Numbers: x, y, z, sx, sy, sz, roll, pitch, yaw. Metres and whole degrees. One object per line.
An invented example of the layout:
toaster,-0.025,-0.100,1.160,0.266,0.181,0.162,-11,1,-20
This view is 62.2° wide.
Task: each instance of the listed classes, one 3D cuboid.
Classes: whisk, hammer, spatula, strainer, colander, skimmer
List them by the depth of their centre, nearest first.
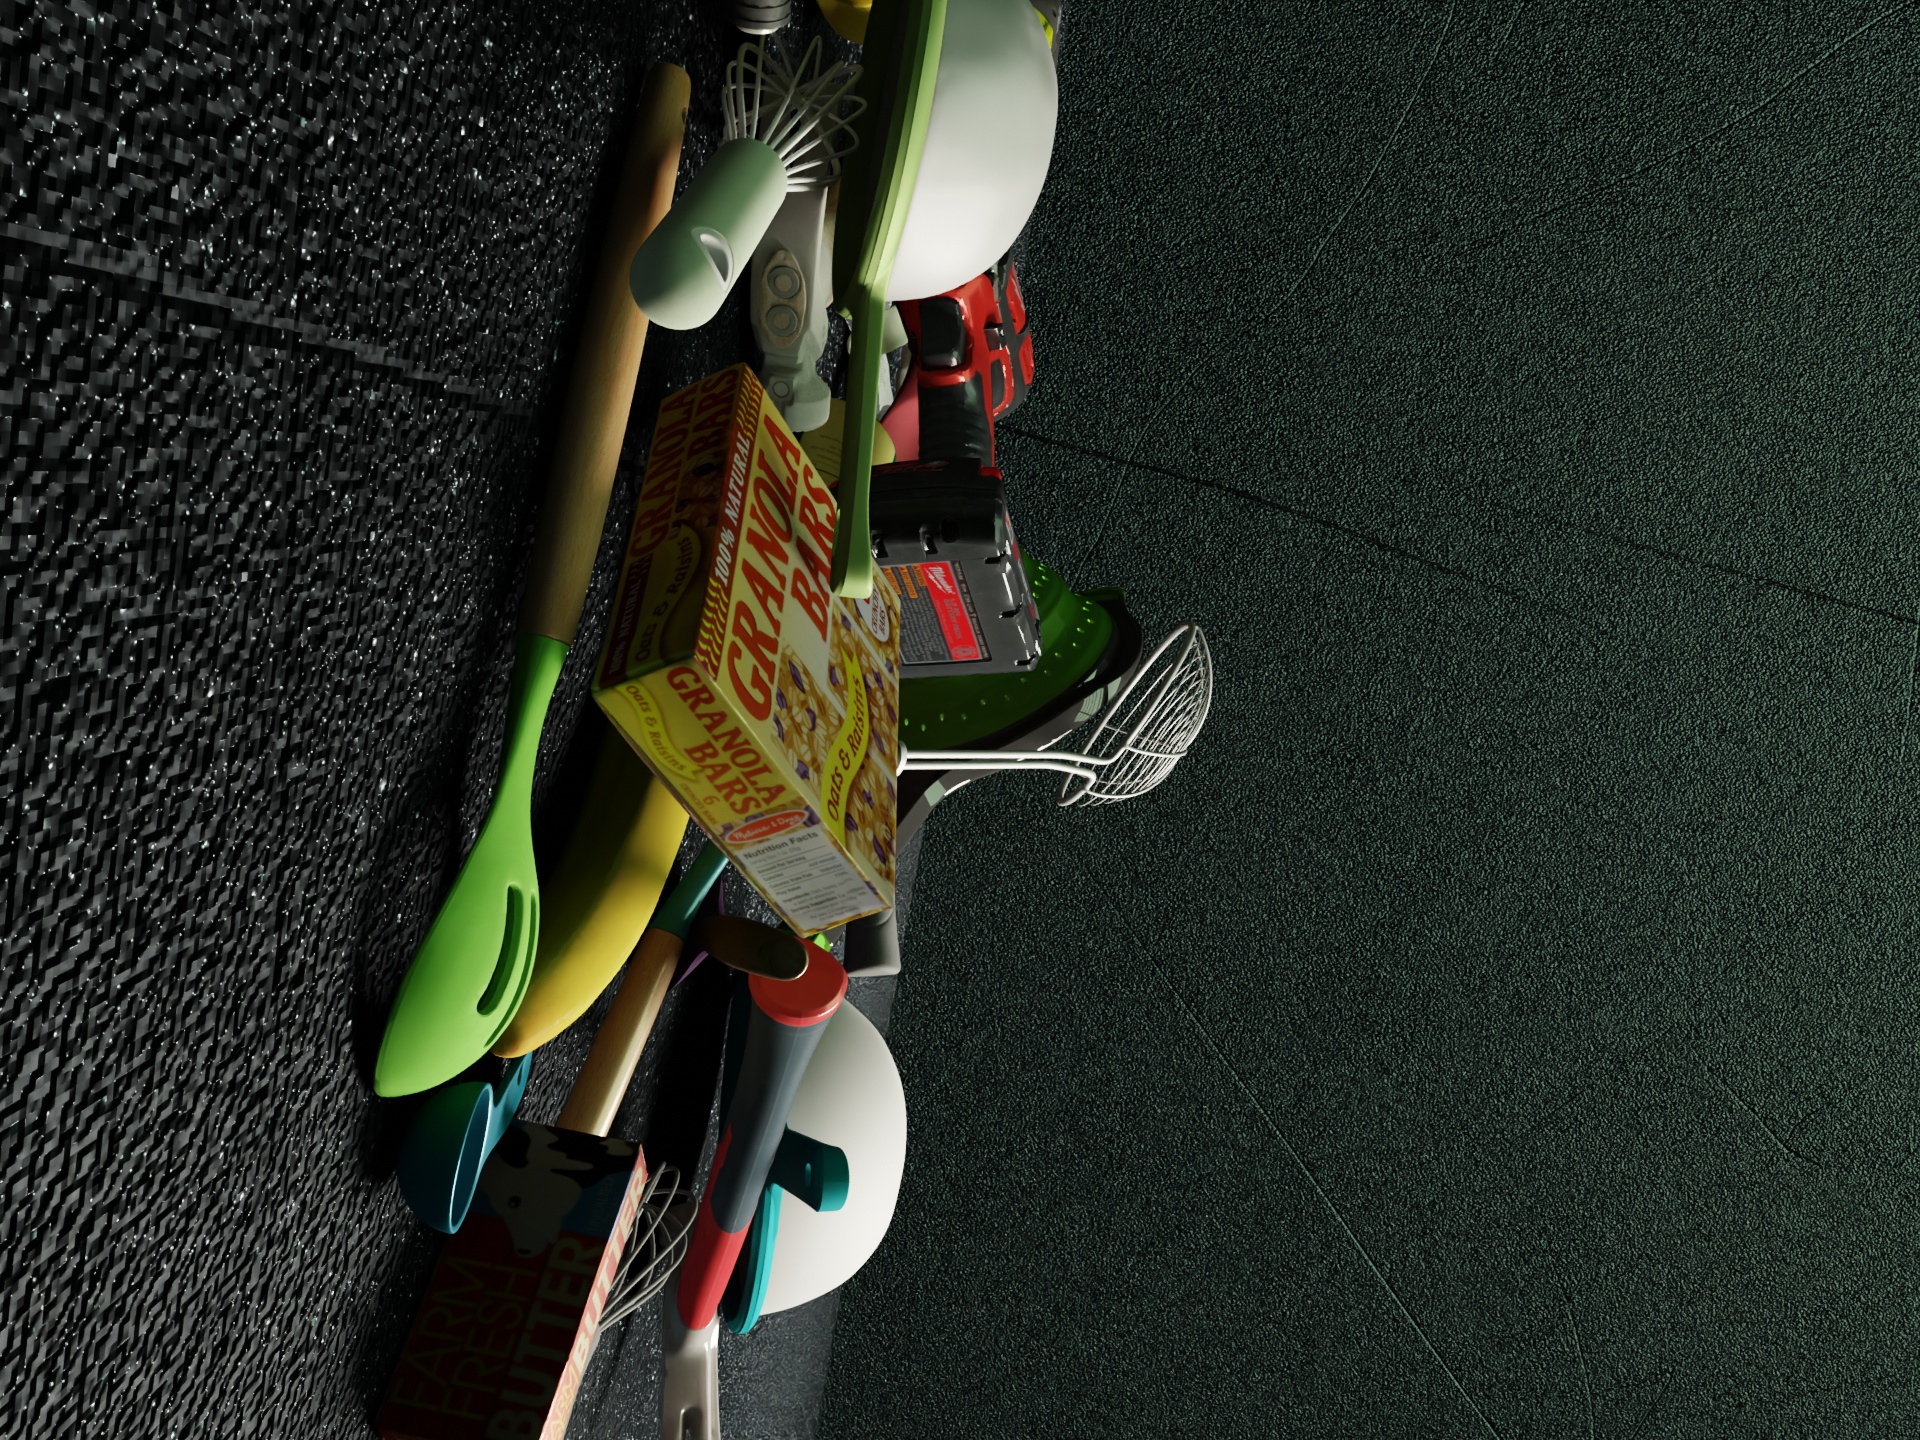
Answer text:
whisk,-0.066,-0.172,0.500,0.247,0.059,0.057,-84,149,-57
strainer,-0.006,-0.167,0.579,0.151,0.069,0.256,152,-56,-74
spatula,-0.130,0.099,0.592,0.082,0.044,0.318,-21,-137,54
whisk,-0.144,0.231,0.598,0.239,0.055,0.055,-78,178,-78
spatula,-0.094,0.086,0.621,0.060,0.018,0.316,-68,-167,-11
hammer,-0.103,0.226,0.722,0.386,0.038,0.143,111,-22,-49
skimmer,-0.001,-0.003,0.810,0.127,0.363,0.090,-52,-126,34
hammer,-0.047,-0.291,0.837,0.411,0.038,0.146,-76,174,-59
strainer,-0.066,0.229,0.855,0.340,0.095,0.211,148,-55,-72
hammer,-0.050,-0.053,0.888,0.149,0.036,0.409,90,-1,-63
colander,-0.029,-0.005,0.967,0.397,0.204,0.094,-53,125,-43

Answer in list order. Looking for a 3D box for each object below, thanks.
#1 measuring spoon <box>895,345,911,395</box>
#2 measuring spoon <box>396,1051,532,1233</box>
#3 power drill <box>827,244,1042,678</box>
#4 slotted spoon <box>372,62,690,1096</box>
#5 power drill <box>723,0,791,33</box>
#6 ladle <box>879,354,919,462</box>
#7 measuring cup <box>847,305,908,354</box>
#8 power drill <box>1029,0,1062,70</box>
measuring spoon,-0.027,-0.194,0.918,0.124,0.018,0.034,-88,176,-70
measuring spoon,-0.153,0.121,0.493,0.128,0.021,0.042,-164,-95,-83
power drill,-0.011,-0.151,0.704,0.187,0.080,0.227,69,21,-56
slotted spoon,-0.115,-0.048,0.458,0.070,0.031,0.314,100,0,-79
power drill,-0.037,-0.331,0.490,0.171,0.080,0.223,98,7,-45
ladle,-0.016,-0.244,0.851,0.031,0.069,0.315,-2,-97,49
measuring cup,-0.027,-0.231,0.893,0.167,0.038,0.083,-42,125,-47
power drill,0.008,-0.403,1.154,0.190,0.080,0.229,95,9,-63
